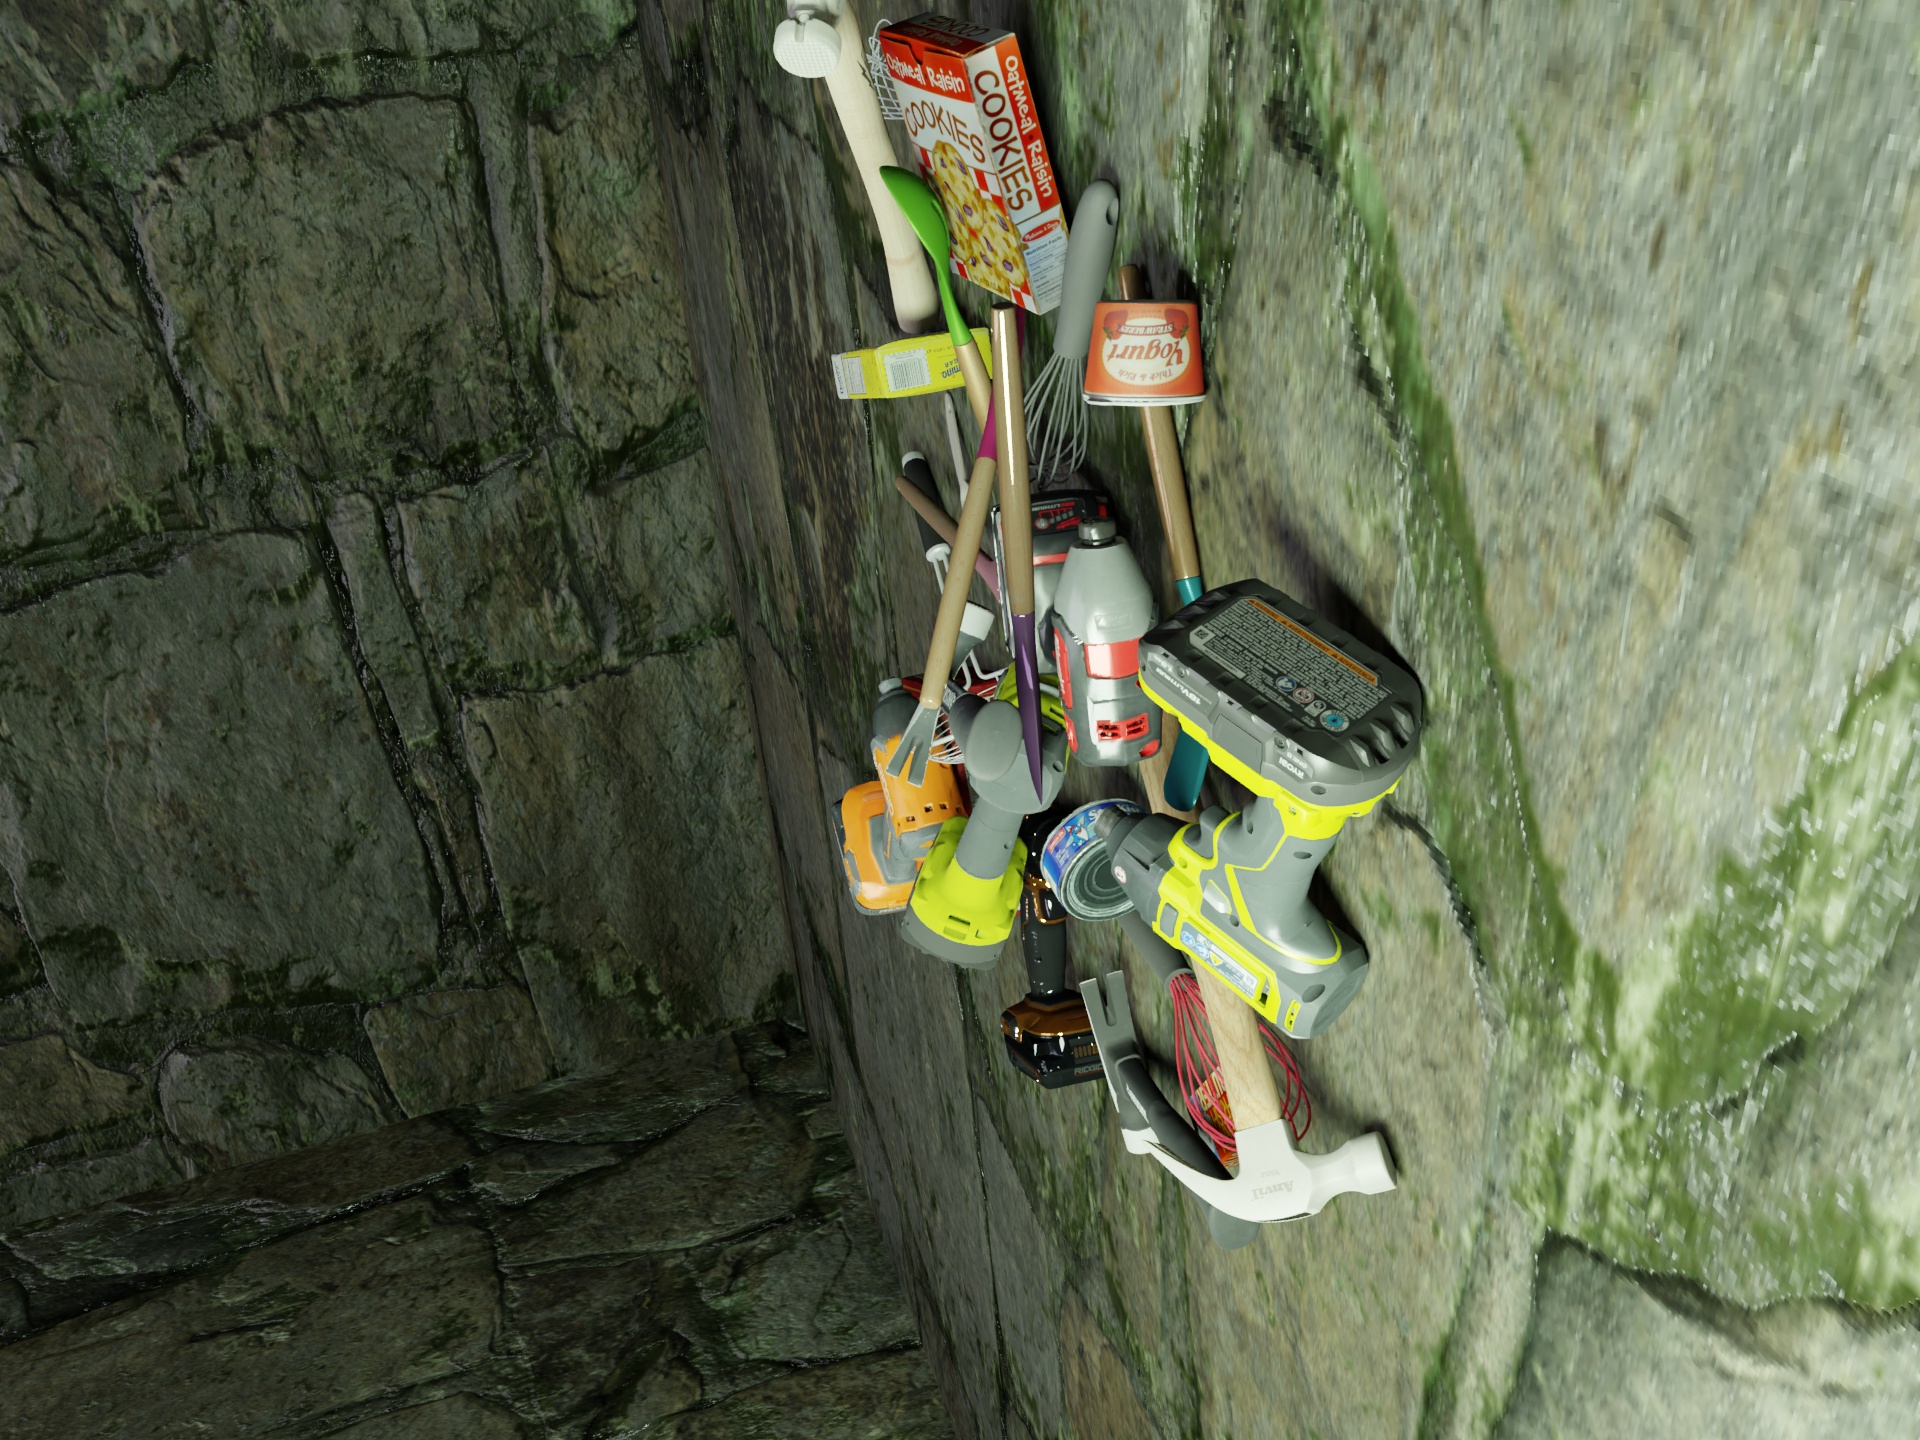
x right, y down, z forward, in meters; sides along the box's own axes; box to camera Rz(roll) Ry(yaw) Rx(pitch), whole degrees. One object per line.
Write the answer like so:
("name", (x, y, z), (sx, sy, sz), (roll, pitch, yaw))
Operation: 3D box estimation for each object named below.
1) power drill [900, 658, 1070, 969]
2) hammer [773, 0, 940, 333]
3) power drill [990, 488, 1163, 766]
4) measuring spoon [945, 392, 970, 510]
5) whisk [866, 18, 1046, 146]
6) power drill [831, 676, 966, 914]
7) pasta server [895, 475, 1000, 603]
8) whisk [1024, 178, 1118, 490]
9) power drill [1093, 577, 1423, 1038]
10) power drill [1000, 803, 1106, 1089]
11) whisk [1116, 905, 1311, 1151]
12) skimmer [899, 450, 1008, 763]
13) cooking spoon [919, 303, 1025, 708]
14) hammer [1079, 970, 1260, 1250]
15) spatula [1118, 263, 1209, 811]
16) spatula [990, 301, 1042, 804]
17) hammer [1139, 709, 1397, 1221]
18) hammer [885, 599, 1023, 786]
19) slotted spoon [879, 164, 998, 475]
("power drill", (0.033, 0.050, 1.158), (0.191, 0.080, 0.228), (-69, -1, -55))
("hammer", (-0.057, -0.400, 1.108), (0.410, 0.038, 0.146), (63, -149, -73))
("power drill", (0.074, -0.072, 0.982), (0.220, 0.078, 0.143), (-109, 11, -70))
("measuring spoon", (0.004, -0.226, 1.353), (0.034, 0.018, 0.124), (116, 146, -66))
("whisk", (-0.009, -0.436, 1.117), (0.285, 0.070, 0.070), (-128, 28, -49))
("power drill", (-0.058, 0.071, 1.434), (0.226, 0.084, 0.164), (117, 140, -62))
("pasta server", (0.009, -0.147, 1.307), (0.317, 0.040, 0.060), (-129, 28, -55))
("whisk", (0.067, -0.238, 1.012), (0.238, 0.055, 0.055), (101, 153, -51))
("power drill", (0.142, 0.045, 0.819), (0.171, 0.080, 0.223), (38, 146, 29))
("power drill", (0.079, 0.178, 1.292), (0.185, 0.084, 0.226), (178, 83, -74))
("whisk", (0.151, 0.184, 1.045), (0.296, 0.073, 0.073), (-117, 19, -62))
("skimmer", (-0.019, -0.115, 1.377), (0.090, 0.127, 0.364), (43, -154, -52))
("cooking spoon", (0.012, -0.152, 1.066), (0.068, 0.017, 0.319), (81, -161, -65))
("hammer", (0.142, 0.275, 1.095), (0.335, 0.035, 0.146), (-147, 41, -83))
("spatula", (0.118, -0.107, 0.931), (0.082, 0.044, 0.317), (-150, 49, -85))
("spatula", (0.034, -0.088, 0.918), (0.060, 0.018, 0.315), (-104, 7, -55))
("hammer", (0.147, 0.131, 0.948), (0.031, 0.130, 0.332), (39, -146, -55))
("hammer", (-0.002, -0.003, 1.060), (0.409, 0.036, 0.149), (-128, 60, -82))
("slotted spoon", (0.009, -0.247, 1.118), (0.070, 0.031, 0.313), (-104, -7, -49))
